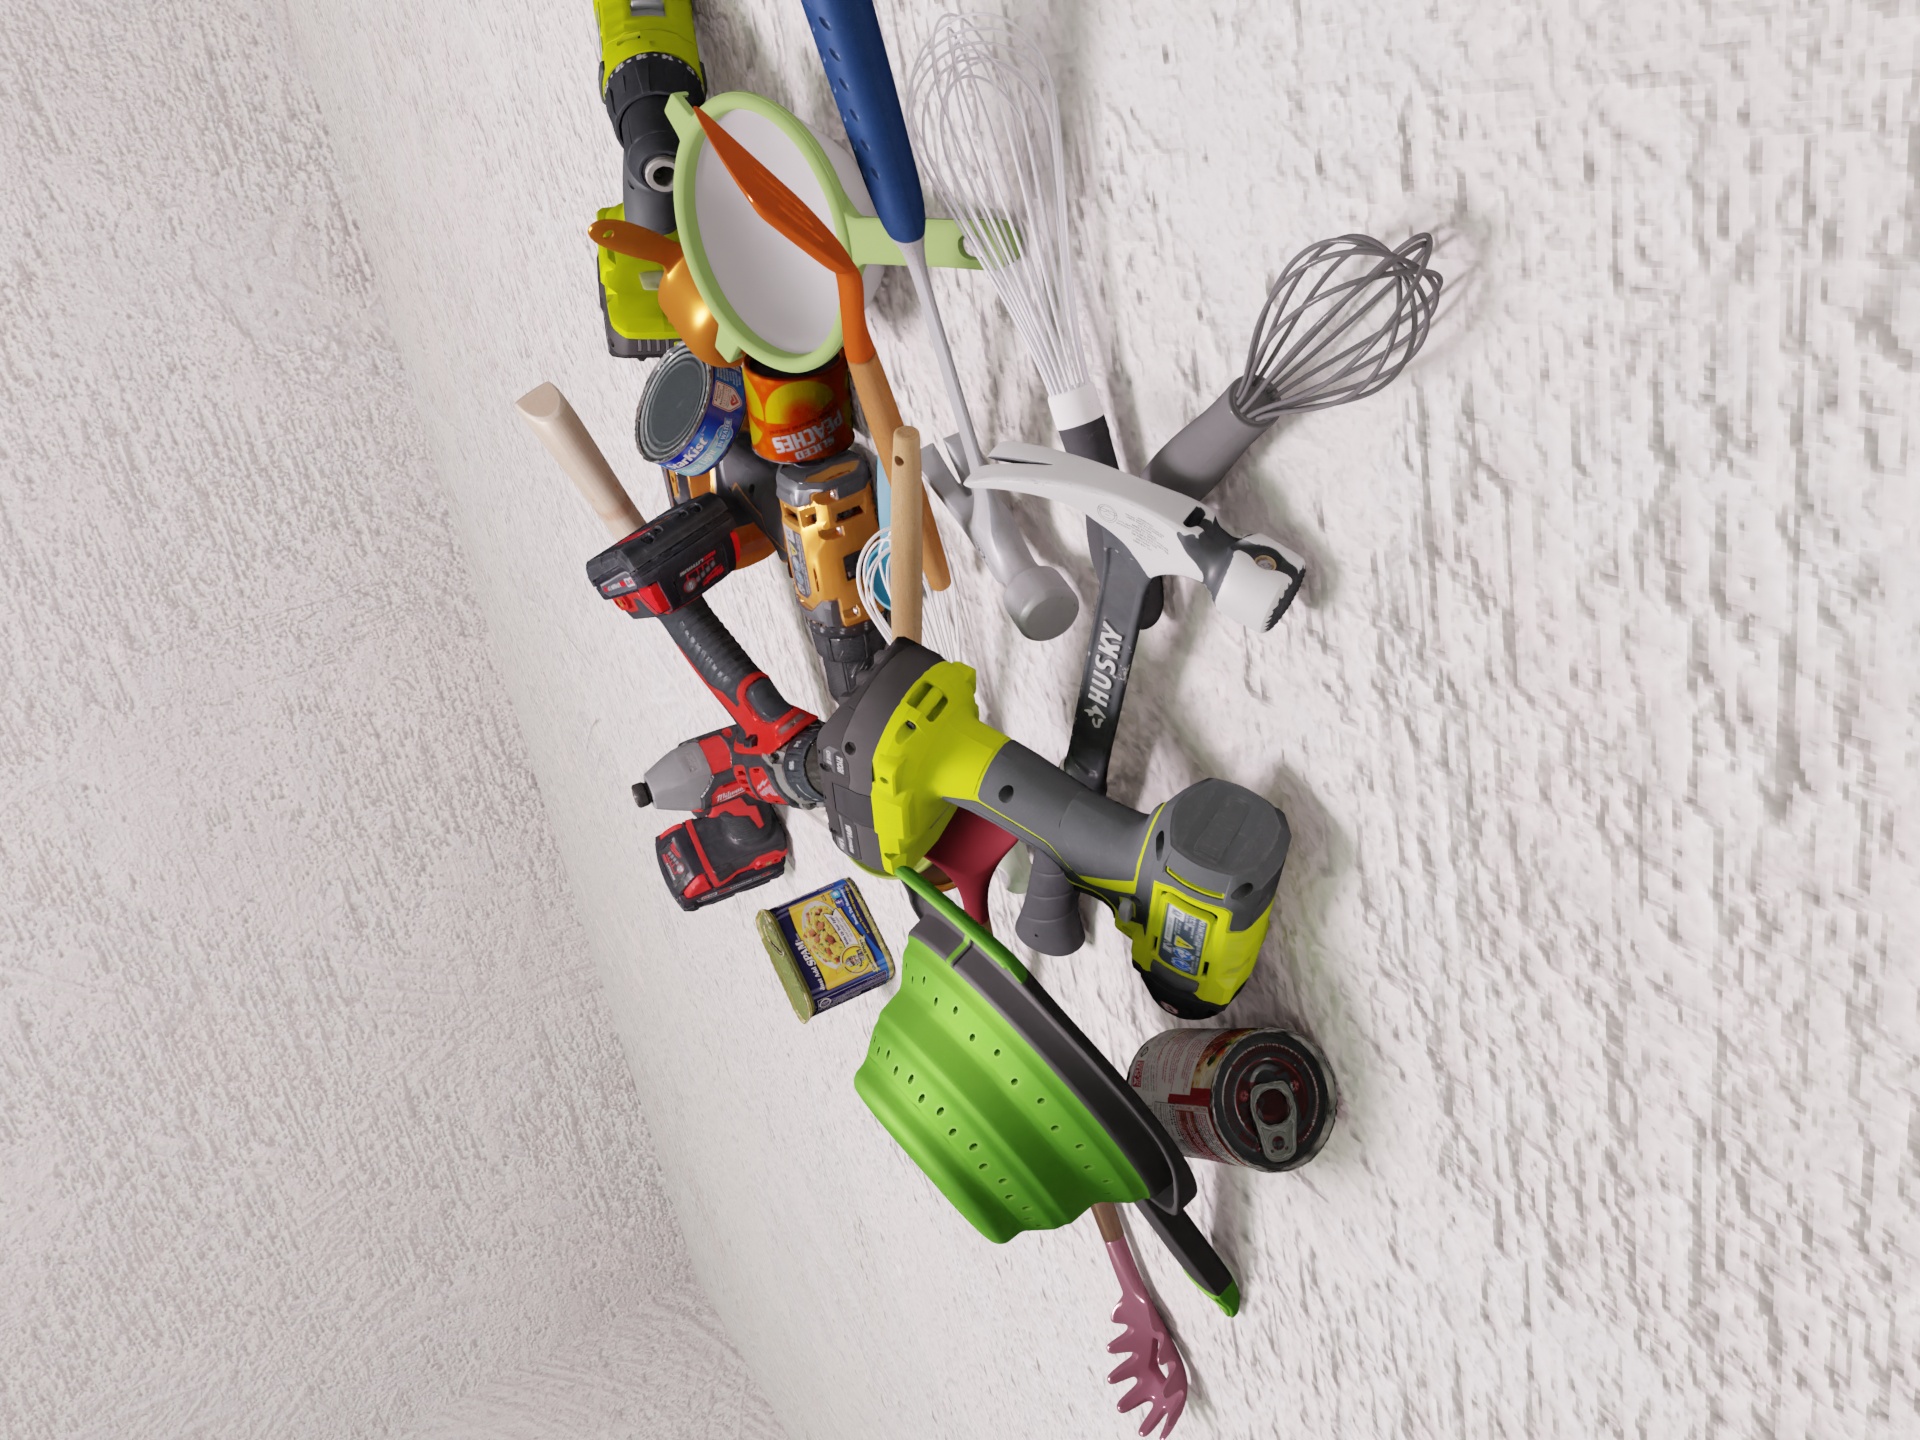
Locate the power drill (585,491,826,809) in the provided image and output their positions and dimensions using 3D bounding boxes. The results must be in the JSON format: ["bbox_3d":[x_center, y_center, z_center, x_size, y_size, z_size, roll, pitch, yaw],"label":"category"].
[{"bbox_3d":[-0.143,-0.036,1.072,0.226,0.080,0.188,58,157,-15],"label":"power drill"}]

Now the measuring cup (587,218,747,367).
[{"bbox_3d":[-0.158,-0.262,0.962,0.095,0.173,0.052,-39,76,22],"label":"measuring cup"}]

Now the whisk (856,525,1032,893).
[{"bbox_3d":[-0.002,-0.003,0.974,0.246,0.059,0.058,69,164,-15],"label":"whisk"}]

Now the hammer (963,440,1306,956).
[{"bbox_3d":[0.060,0.018,0.816,0.149,0.036,0.408,31,149,16],"label":"hammer"}]

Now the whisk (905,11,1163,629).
[{"bbox_3d":[0.041,-0.172,0.713,0.070,0.070,0.284,14,127,64],"label":"whisk"}]

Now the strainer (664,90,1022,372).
[{"bbox_3d":[-0.051,-0.264,0.850,0.256,0.069,0.151,17,127,41],"label":"strainer"}]

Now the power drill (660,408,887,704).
[{"bbox_3d":[-0.122,-0.119,1.108,0.226,0.084,0.185,36,143,47],"label":"power drill"}]

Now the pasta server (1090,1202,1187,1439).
[{"bbox_3d":[0.089,0.326,1.071,0.060,0.040,0.316,-19,91,56],"label":"pasta server"}]

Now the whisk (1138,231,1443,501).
[{"bbox_3d":[0.112,-0.118,0.609,0.055,0.055,0.239,66,162,6],"label":"whisk"}]

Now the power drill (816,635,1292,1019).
[{"bbox_3d":[0.045,0.062,0.784,0.223,0.080,0.171,27,148,19],"label":"power drill"}]

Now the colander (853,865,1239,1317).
[{"bbox_3d":[0.049,0.244,0.841,0.205,0.094,0.396,34,162,50],"label":"colander"}]

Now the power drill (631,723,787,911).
[{"bbox_3d":[-0.222,0.083,1.433,0.079,0.143,0.219,61,159,25],"label":"power drill"}]

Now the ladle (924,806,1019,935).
[{"bbox_3d":[0.015,0.142,1.018,0.315,0.069,0.031,82,180,-47],"label":"ladle"}]

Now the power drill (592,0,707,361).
[{"bbox_3d":[-0.197,-0.344,1.025,0.228,0.080,0.191,103,158,-55],"label":"power drill"}]

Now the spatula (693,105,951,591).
[{"bbox_3d":[-0.052,-0.162,0.791,0.081,0.041,0.322,61,175,35],"label":"spatula"}]

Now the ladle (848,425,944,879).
[{"bbox_3d":[-0.037,-0.026,0.894,0.078,0.062,0.319,26,142,21],"label":"ladle"}]

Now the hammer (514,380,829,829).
[{"bbox_3d":[-0.202,-0.076,1.208,0.410,0.038,0.146,56,167,-22],"label":"hammer"}]

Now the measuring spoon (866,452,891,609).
[{"bbox_3d":[-0.037,-0.130,0.986,0.042,0.021,0.128,24,124,37],"label":"measuring spoon"}]

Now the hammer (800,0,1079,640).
[{"bbox_3d":[-0.025,-0.211,0.702,0.144,0.035,0.405,59,173,40],"label":"hammer"}]
